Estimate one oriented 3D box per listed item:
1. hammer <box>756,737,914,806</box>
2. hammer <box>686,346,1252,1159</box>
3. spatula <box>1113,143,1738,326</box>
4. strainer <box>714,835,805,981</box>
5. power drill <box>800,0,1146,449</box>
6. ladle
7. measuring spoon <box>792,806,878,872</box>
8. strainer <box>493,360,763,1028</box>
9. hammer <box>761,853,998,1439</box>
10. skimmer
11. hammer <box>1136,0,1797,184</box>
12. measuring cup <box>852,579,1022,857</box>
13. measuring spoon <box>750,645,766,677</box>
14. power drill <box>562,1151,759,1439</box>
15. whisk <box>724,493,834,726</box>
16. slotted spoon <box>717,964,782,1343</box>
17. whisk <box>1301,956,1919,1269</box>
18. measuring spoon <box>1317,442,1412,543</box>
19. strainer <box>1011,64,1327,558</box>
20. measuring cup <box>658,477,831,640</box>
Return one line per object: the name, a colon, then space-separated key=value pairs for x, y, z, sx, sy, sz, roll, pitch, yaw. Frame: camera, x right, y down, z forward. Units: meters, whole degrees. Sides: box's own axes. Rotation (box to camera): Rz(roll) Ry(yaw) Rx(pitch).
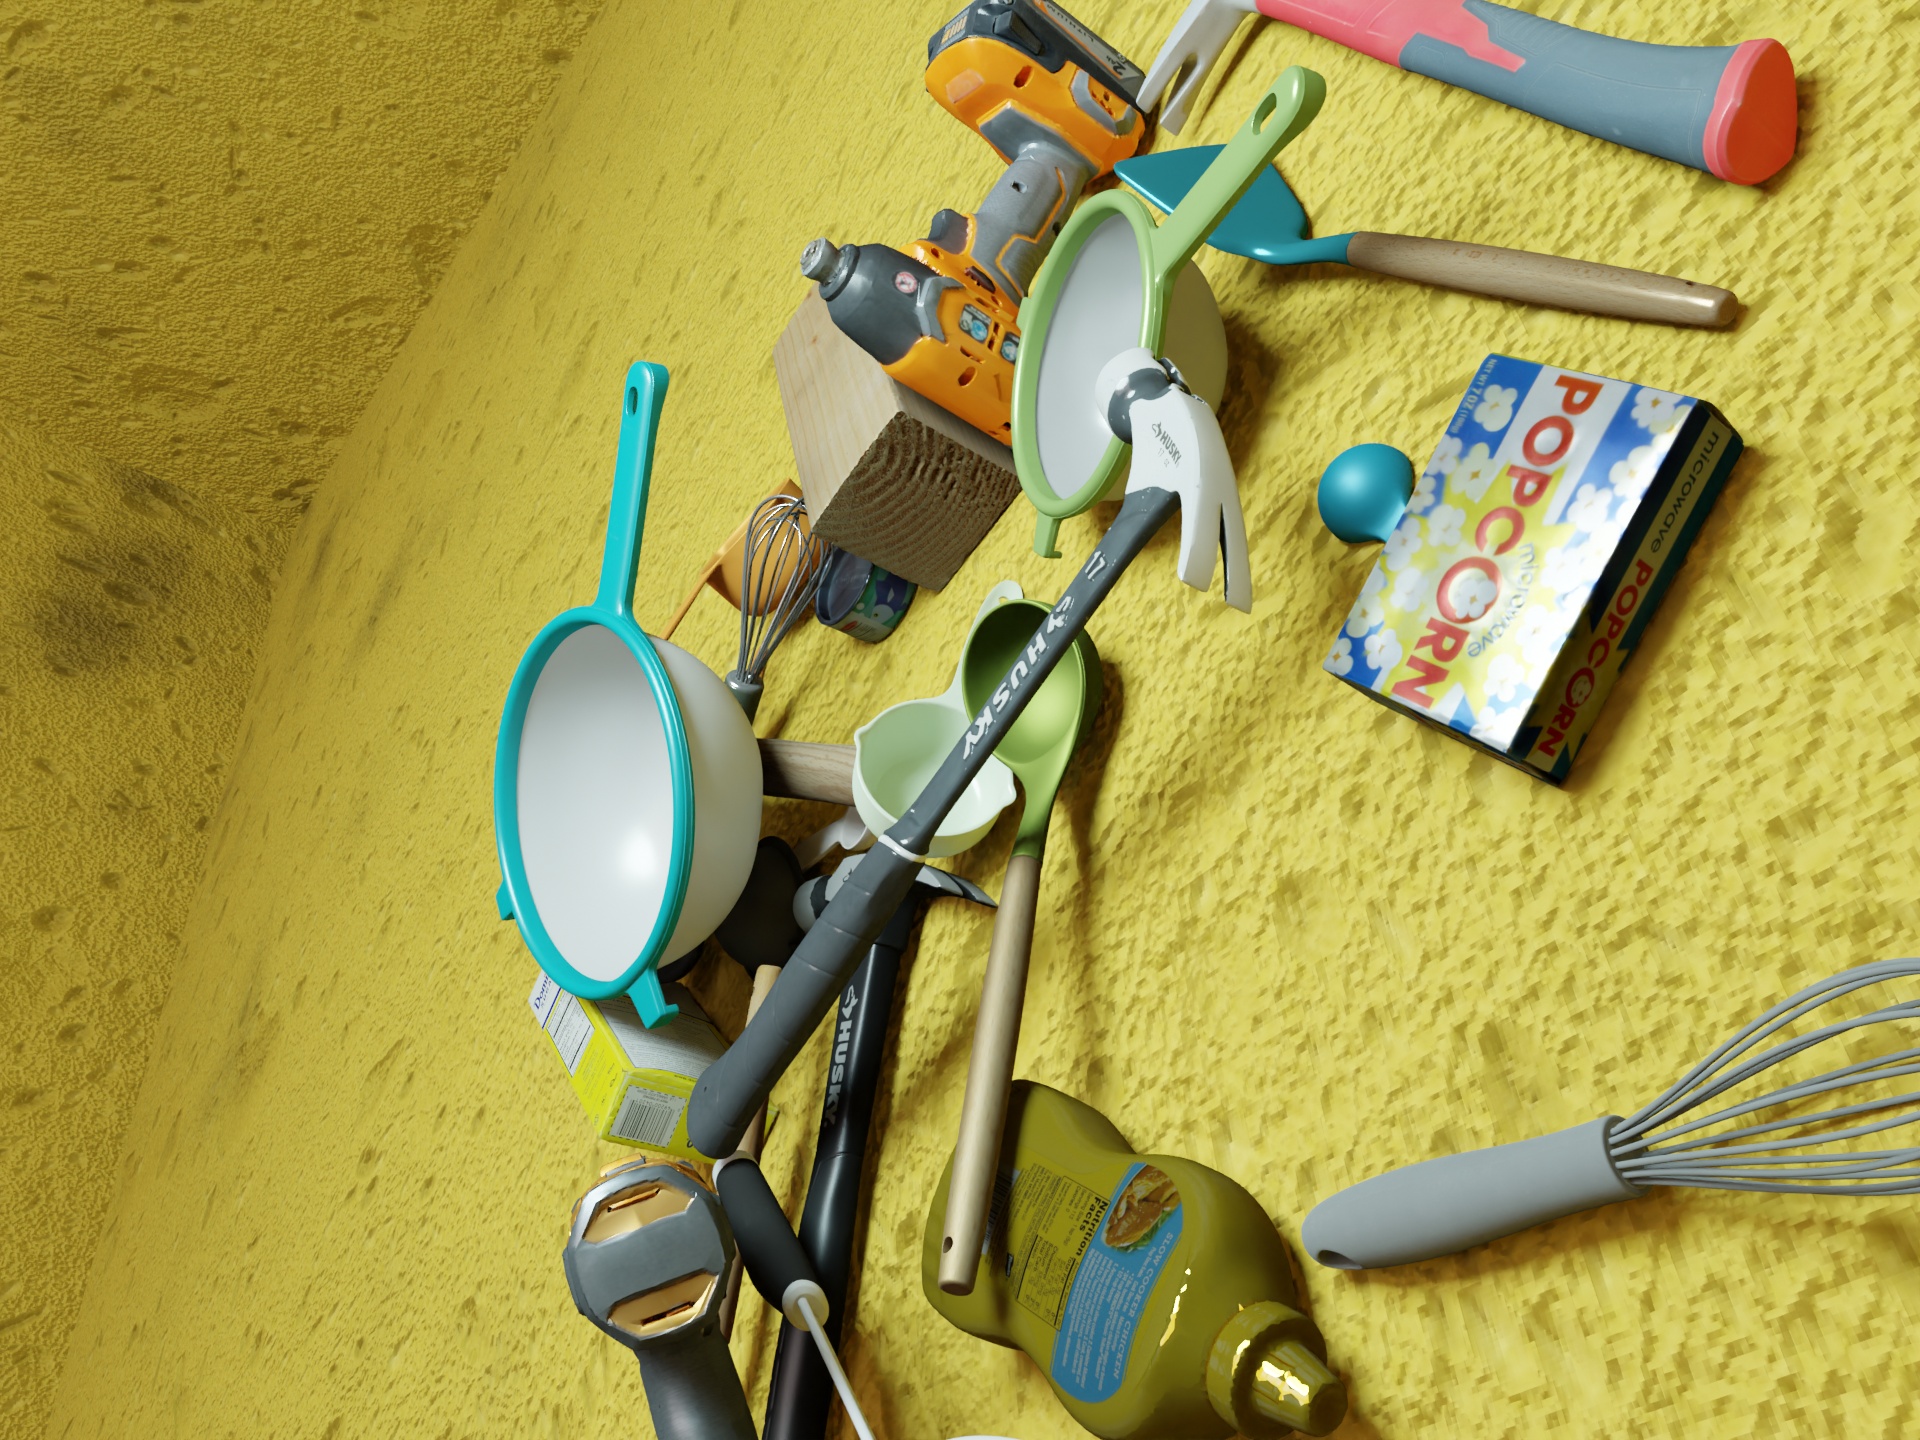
hammer: x=-0.132 y=0.023 z=0.934 sx=0.331 sy=0.031 sz=0.130 roll=2 pitch=99 yaw=53
hammer: x=-0.013 y=0.044 z=0.667 sx=0.408 sy=0.036 sz=0.149 roll=-56 pitch=27 yaw=25
spatula: x=0.179 y=-0.200 z=0.648 sx=0.318 sy=0.082 sz=0.044 roll=38 pitch=138 yaw=55
strainer: x=-0.149 y=0.103 z=0.972 sx=0.258 sy=0.050 sz=0.087 roll=11 pitch=94 yaw=62
power drill: x=0.009 y=-0.278 z=0.857 sx=0.084 sy=0.164 sz=0.227 roll=-10 pitch=60 yaw=56
ladle: x=0.014 y=0.075 z=0.658 sx=0.078 sy=0.062 sz=0.320 roll=-36 pitch=30 yaw=41
measuring spoon: x=-0.073 y=0.072 z=0.899 sx=0.124 sy=0.018 sz=0.034 roll=-35 pitch=40 yaw=52
strainer: x=-0.161 y=-0.018 z=0.869 sx=0.211 sy=0.095 sz=0.340 roll=19 pitch=103 yaw=47
hammer: x=-0.057 y=0.222 z=0.749 sx=0.146 sy=0.035 sz=0.335 roll=-22 pitch=52 yaw=51
skimmer: x=-0.015 y=0.243 z=0.606 sx=0.090 sy=0.127 sz=0.363 roll=-24 pitch=20 yaw=-15
hammer: x=0.196 y=-0.279 z=0.680 sx=0.143 sy=0.038 sz=0.387 roll=-53 pitch=33 yaw=17
measuring cup: x=-0.001 y=-0.003 z=0.800 sx=0.038 sy=0.083 sz=0.168 roll=110 pitch=-177 yaw=-53
measuring spoon: x=-0.152 y=0.003 z=1.066 sx=0.021 sy=0.011 sz=0.117 roll=-2 pitch=68 yaw=57
power drill: x=-0.100 y=0.283 z=0.630 sx=0.185 sy=0.084 sz=0.226 roll=131 pitch=121 yaw=-72
whisk: x=-0.131 y=-0.031 z=0.983 sx=0.059 sy=0.058 sz=0.246 roll=-43 pitch=-23 yaw=-59
slotted spoon: x=-0.116 y=0.277 z=0.776 sx=0.070 sy=0.031 sz=0.314 roll=145 pitch=134 yaw=-71
whisk: x=0.180 y=0.119 z=0.437 sx=0.239 sy=0.055 sz=0.055 roll=-38 pitch=41 yaw=45
measuring spoon: x=0.168 y=-0.068 z=0.602 sx=0.042 sy=0.021 sz=0.129 roll=-52 pitch=34 yaw=23
strainer: x=0.102 y=-0.186 z=0.703 sx=0.256 sy=0.069 sz=0.152 roll=135 pitch=137 yaw=-57
measuring cup: x=-0.140 y=-0.079 z=1.013 sx=0.095 sy=0.052 sz=0.174 roll=-29 pitch=25 yaw=52
